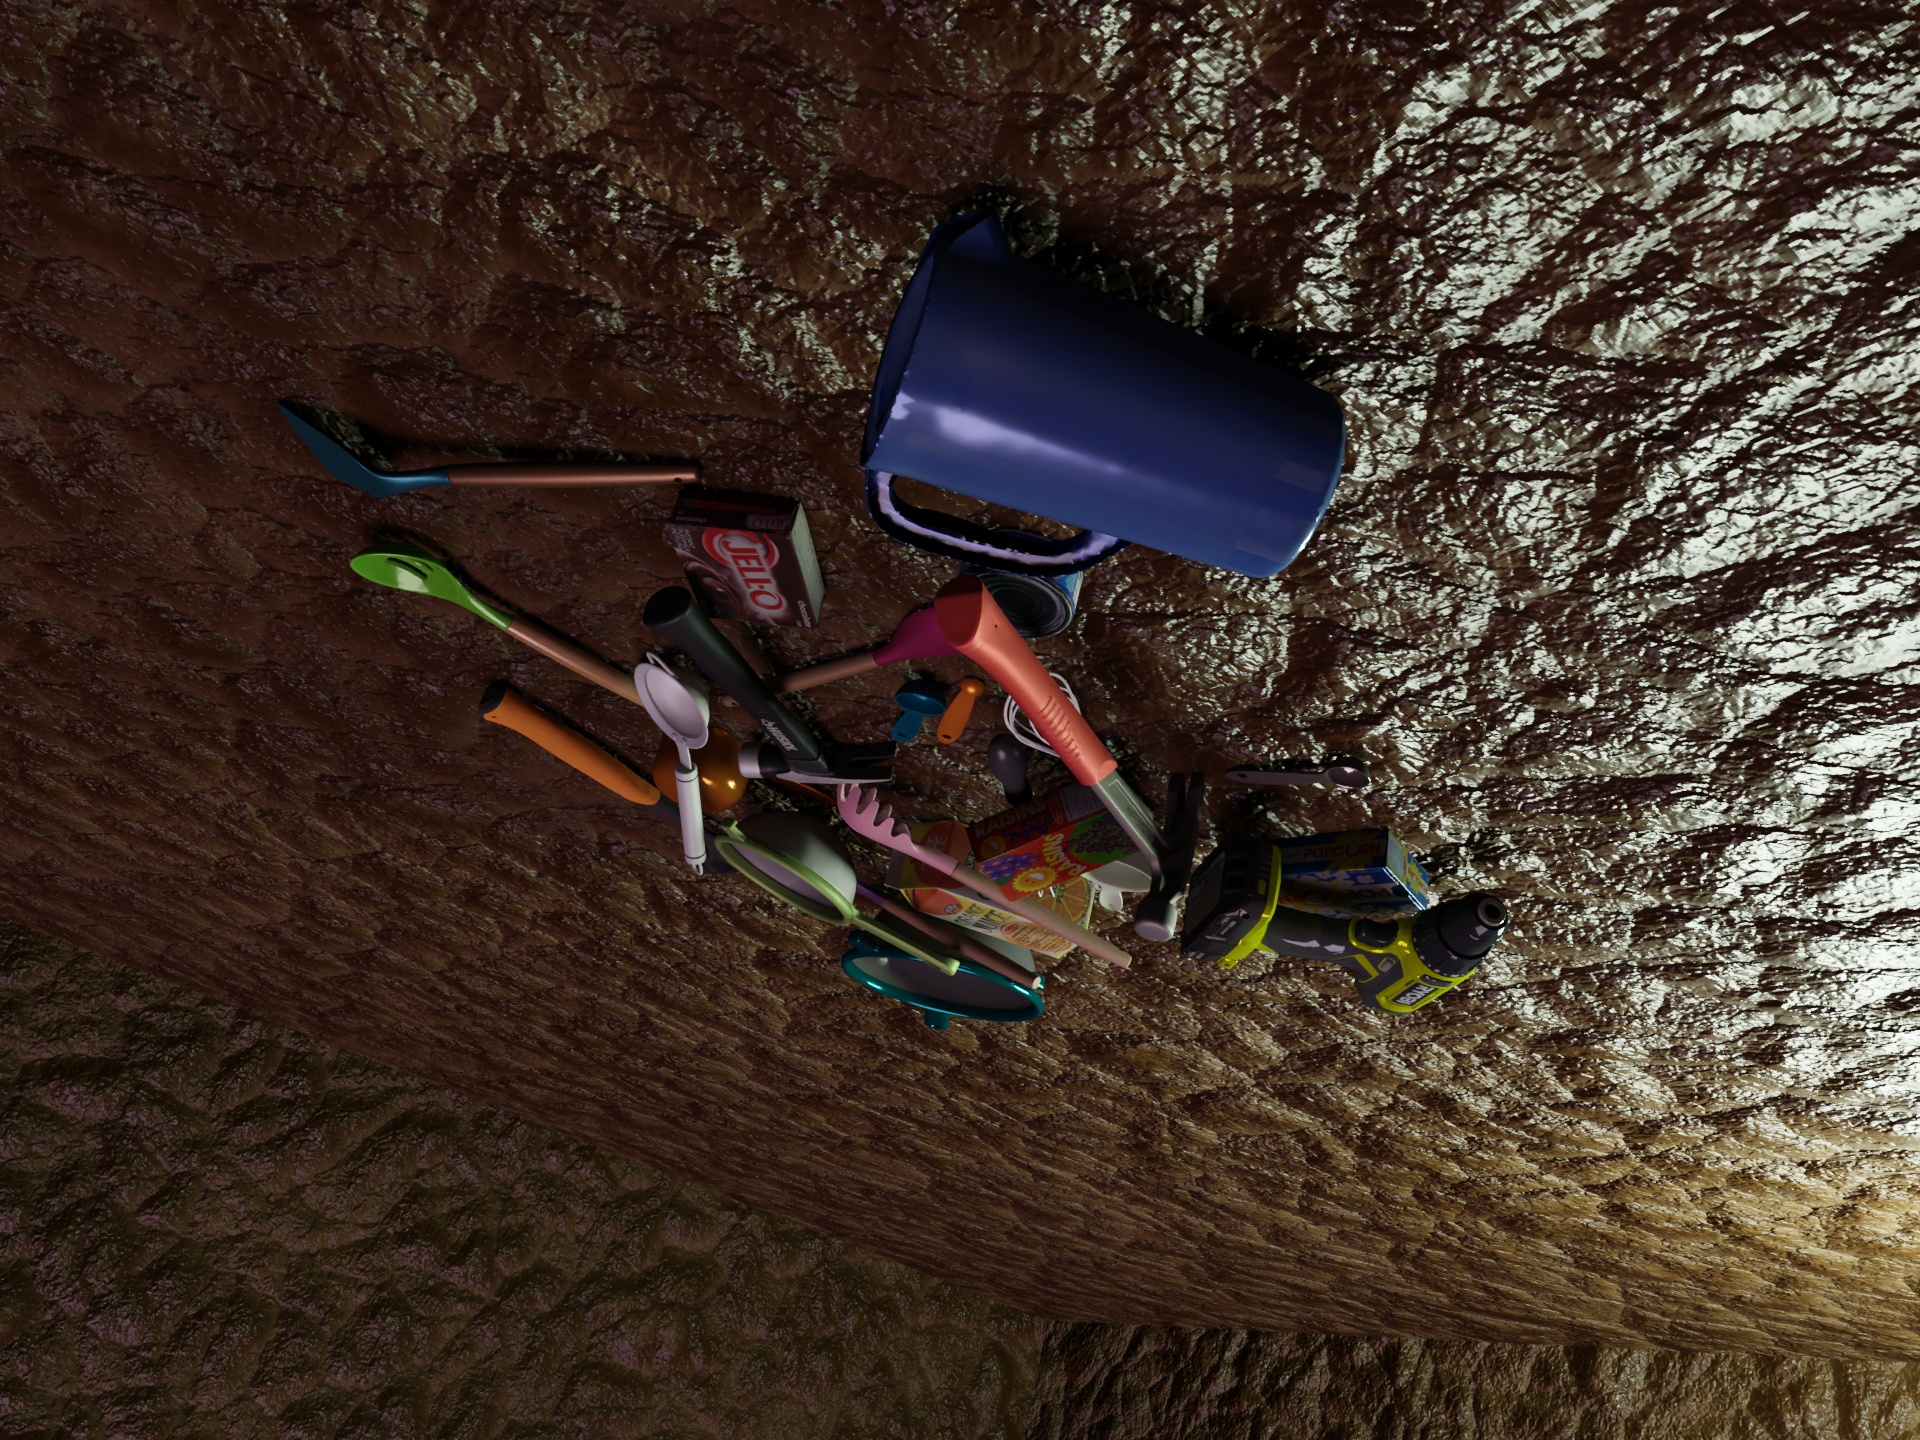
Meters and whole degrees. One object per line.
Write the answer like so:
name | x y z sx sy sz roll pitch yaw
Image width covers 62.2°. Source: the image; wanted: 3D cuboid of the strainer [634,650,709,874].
strainer | -0.237 0.036 1.371 0.087 0.050 0.258 28 135 30

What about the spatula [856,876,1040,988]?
spatula | -0.051 0.183 1.523 0.316 0.018 0.059 24 169 33

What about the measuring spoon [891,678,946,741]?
measuring spoon | -0.038 -0.009 1.296 0.042 0.021 0.128 17 161 -6

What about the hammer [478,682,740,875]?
hammer | -0.317 0.060 1.528 0.127 0.034 0.336 -11 143 40

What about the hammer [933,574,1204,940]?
hammer | 0.087 0.011 1.143 0.037 0.149 0.358 -6 142 32

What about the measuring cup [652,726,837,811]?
measuring cup | -0.198 0.063 1.454 0.173 0.052 0.095 24 151 -12

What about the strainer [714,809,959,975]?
strainer | -0.105 0.151 1.488 0.256 0.069 0.151 28 161 4

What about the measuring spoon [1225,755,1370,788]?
measuring spoon | 0.261 0.038 1.238 0.124 0.018 0.034 -2 149 41

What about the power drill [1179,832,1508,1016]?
power drill | 0.311 0.166 1.294 0.228 0.080 0.190 16 151 -5

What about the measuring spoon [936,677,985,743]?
measuring spoon | -0.002 -0.004 1.284 0.021 0.011 0.116 18 152 -5

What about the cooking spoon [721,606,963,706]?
cooking spoon | -0.081 -0.044 1.241 0.319 0.017 0.068 -13 146 41

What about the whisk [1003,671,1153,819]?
whisk | 0.100 0.031 1.273 0.059 0.058 0.246 37 174 41

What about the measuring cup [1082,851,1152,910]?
measuring cup | 0.137 0.131 1.395 0.083 0.038 0.167 14 161 10

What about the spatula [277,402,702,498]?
spatula | -0.328 -0.181 1.111 0.317 0.044 0.082 2 149 13

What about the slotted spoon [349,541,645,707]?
slotted spoon | -0.354 -0.069 1.321 0.313 0.031 0.070 31 148 -31

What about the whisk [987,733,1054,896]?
whisk | 0.054 0.077 1.332 0.070 0.070 0.284 7 155 14

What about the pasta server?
pasta server | 0.021 0.139 1.432 0.316 0.040 0.060 29 -174 -8

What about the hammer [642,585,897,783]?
hammer | -0.159 -0.019 1.255 0.146 0.035 0.334 2 158 16

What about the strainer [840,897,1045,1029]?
strainer | -0.012 0.255 1.682 0.211 0.095 0.340 13 159 3
